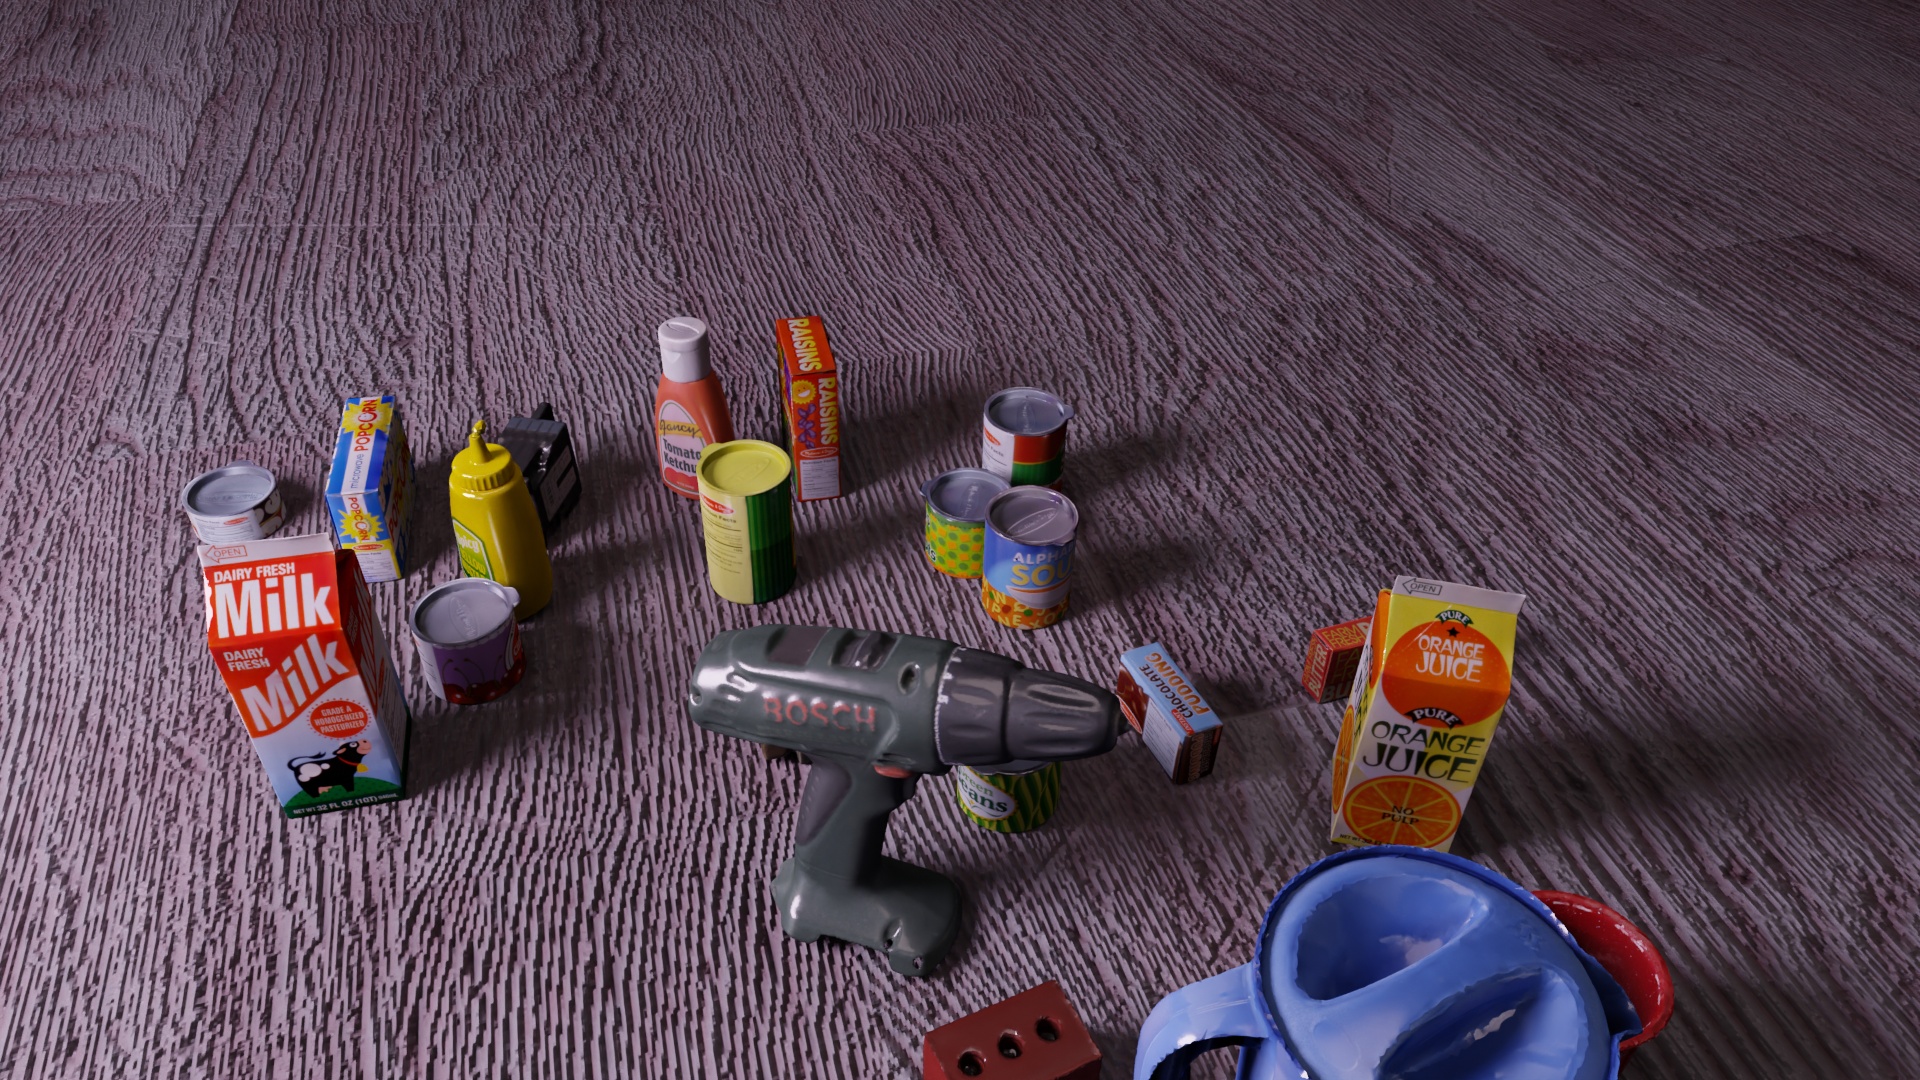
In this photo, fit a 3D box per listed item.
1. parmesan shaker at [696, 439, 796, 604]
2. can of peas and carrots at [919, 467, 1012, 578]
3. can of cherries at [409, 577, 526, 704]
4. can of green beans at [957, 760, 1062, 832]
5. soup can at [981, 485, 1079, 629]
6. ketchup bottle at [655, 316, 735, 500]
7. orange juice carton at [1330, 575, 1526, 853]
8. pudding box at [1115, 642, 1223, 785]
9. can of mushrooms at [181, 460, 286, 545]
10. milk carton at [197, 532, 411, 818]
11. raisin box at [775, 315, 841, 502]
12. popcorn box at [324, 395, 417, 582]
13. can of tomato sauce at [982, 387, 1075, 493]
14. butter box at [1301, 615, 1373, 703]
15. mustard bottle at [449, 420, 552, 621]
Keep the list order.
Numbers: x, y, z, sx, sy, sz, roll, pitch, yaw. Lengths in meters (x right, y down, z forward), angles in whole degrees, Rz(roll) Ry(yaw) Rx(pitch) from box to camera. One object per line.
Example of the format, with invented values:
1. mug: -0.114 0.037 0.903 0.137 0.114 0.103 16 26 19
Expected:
1. parmesan shaker: -0.156 -0.014 1.012 0.071 0.102 0.072 1 39 -1
2. can of peas and carrots: 0.004 -0.013 1.053 0.071 0.058 0.071 1 39 -1
3. can of cherries: -0.330 0.068 0.940 0.071 0.058 0.072 1 39 -1
4. can of green beans: 0.031 0.140 0.868 0.071 0.057 0.071 1 39 -1
5. soup can: 0.051 0.014 1.001 0.071 0.083 0.072 1 39 -1
6. ketchup bottle: -0.209 -0.102 1.081 0.065 0.148 0.044 18 42 19
7. orange juice carton: 0.274 0.098 0.824 0.072 0.191 0.073 9 40 9
8. pudding box: 0.135 0.112 0.912 0.030 0.049 0.084 -15 42 -20
9. can of mushrooms: -0.557 -0.028 1.068 0.071 0.033 0.071 1 39 -1
10. milk carton: -0.388 0.073 0.829 0.072 0.189 0.074 -8 40 -11
11. raisin box: -0.120 -0.105 1.109 0.040 0.122 0.086 -7 40 -11
12. popcorn box: -0.442 -0.040 1.046 0.038 0.084 0.127 -7 40 -10
13. can of tomato sauce: 0.052 -0.070 1.104 0.071 0.082 0.071 1 39 -1
14. butter box: 0.289 0.077 0.959 0.104 0.052 0.024 -11 41 -16
15. mustard bottle: -0.324 -0.017 0.964 0.065 0.159 0.049 30 47 30
